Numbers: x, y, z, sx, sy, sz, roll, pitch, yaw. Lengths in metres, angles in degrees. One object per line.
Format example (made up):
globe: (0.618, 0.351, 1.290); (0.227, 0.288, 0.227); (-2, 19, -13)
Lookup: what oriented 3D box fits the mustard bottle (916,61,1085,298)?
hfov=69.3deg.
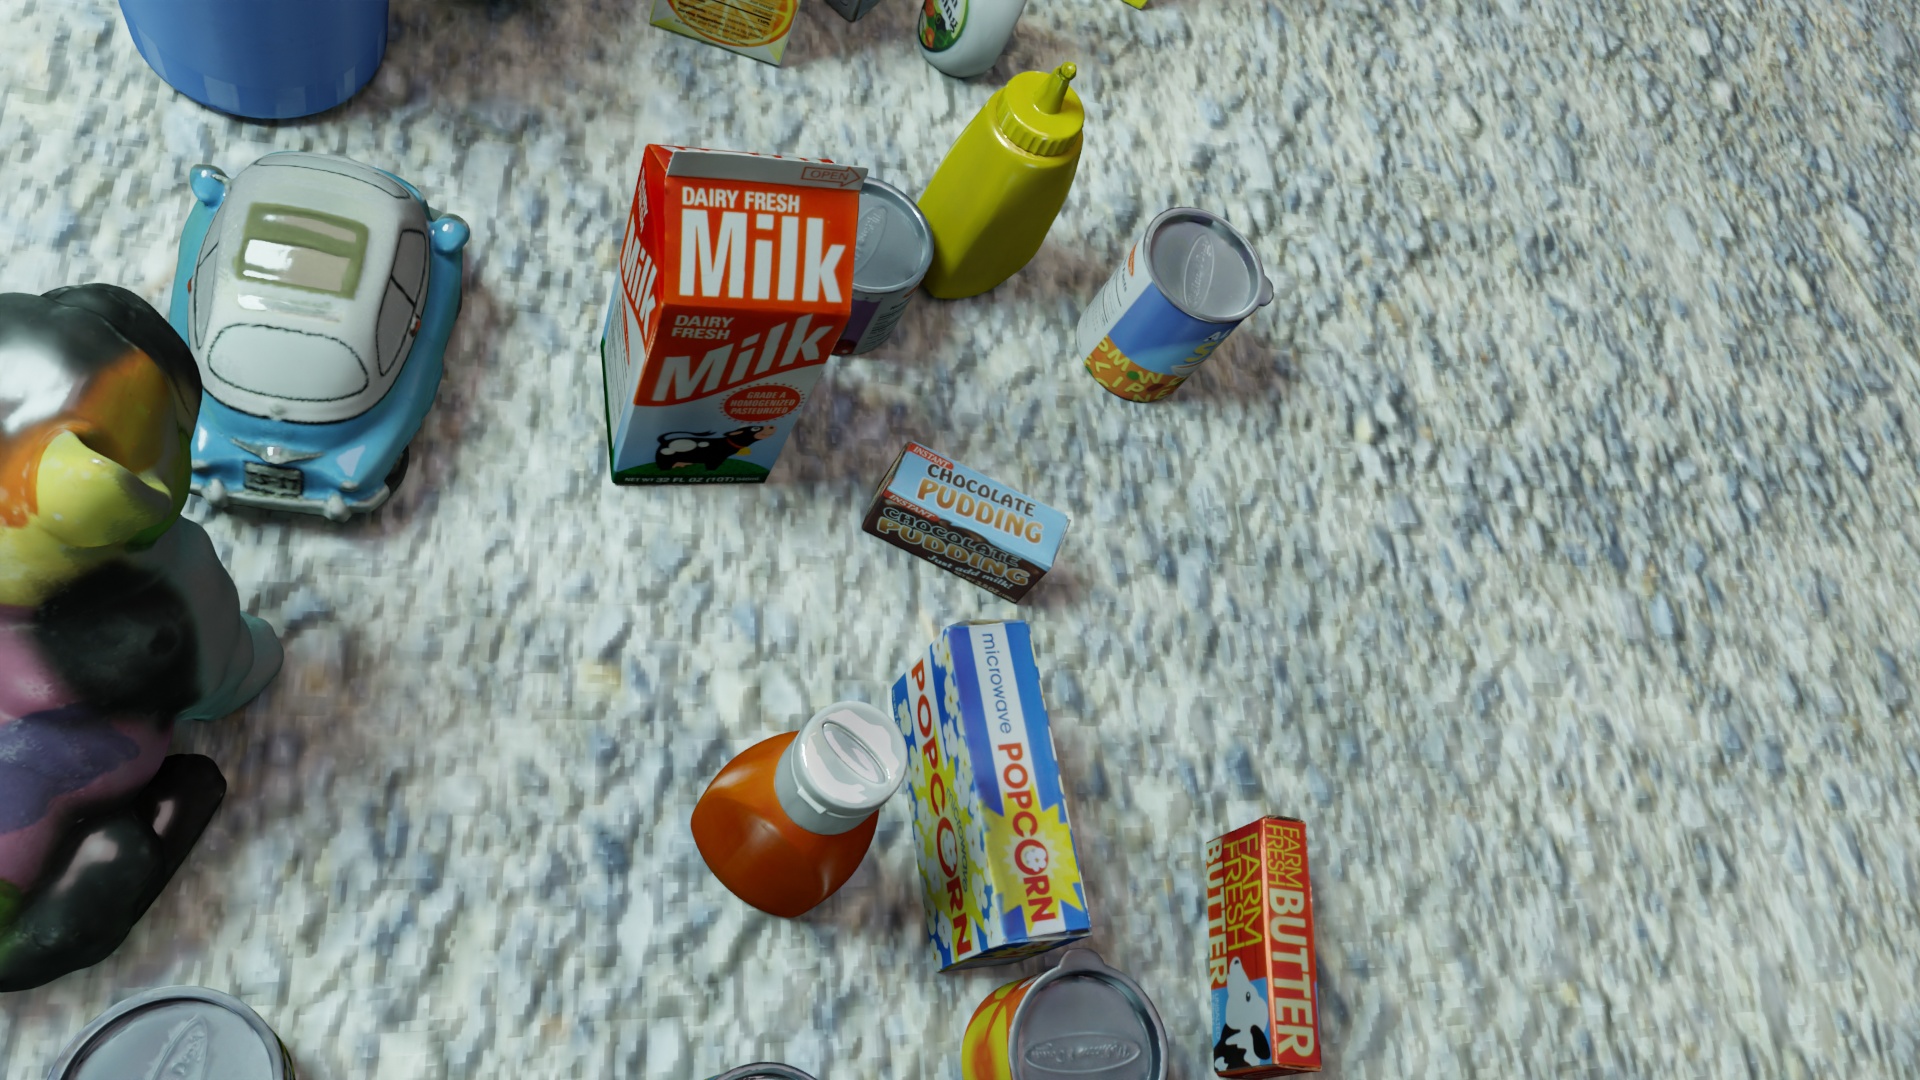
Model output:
mustard bottle: (0.023, -0.175, 0.658); (0.065, 0.159, 0.049); (-21, 76, -28)

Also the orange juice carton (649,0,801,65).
orange juice carton: (-0.095, -0.328, 0.665); (0.073, 0.191, 0.072); (14, 63, -15)

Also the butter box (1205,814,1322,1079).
butter box: (0.129, 0.175, 0.597); (0.024, 0.053, 0.104); (11, 63, -16)

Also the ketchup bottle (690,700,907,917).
ketchup bottle: (-0.058, 0.098, 0.506); (0.065, 0.148, 0.044); (43, 59, 2)

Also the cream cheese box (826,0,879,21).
cream cheese box: (-0.033, -0.337, 0.775); (0.024, 0.053, 0.104); (39, 59, -1)

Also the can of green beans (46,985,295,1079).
can of green beans: (-0.251, 0.181, 0.446); (0.071, 0.057, 0.071); (8, 64, -17)

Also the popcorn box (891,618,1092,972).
popcorn box: (0.009, 0.105, 0.565); (0.038, 0.085, 0.127); (-2, 67, -22)

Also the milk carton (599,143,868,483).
milk carton: (-0.096, -0.094, 0.557); (0.072, 0.189, 0.073); (-1, 67, -22)

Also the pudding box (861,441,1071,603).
pudding box: (0.002, -0.008, 0.636); (0.084, 0.049, 0.030); (26, 60, -8)

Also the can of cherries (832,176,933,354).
can of cherries: (-0.055, -0.133, 0.668); (0.071, 0.058, 0.072); (8, 64, -17)

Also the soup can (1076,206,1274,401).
soup can: (0.107, -0.117, 0.707); (0.071, 0.083, 0.071); (8, 64, -17)

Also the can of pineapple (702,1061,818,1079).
can of pineapple: (-0.077, 0.223, 0.493); (0.071, 0.057, 0.071); (8, 64, -17)

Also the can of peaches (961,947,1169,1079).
can of peaches: (0.040, 0.201, 0.548); (0.071, 0.057, 0.071); (8, 64, -17)

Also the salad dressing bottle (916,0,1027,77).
salad dressing bottle: (0.019, -0.308, 0.726); (0.044, 0.147, 0.064); (-2, 68, -22)
